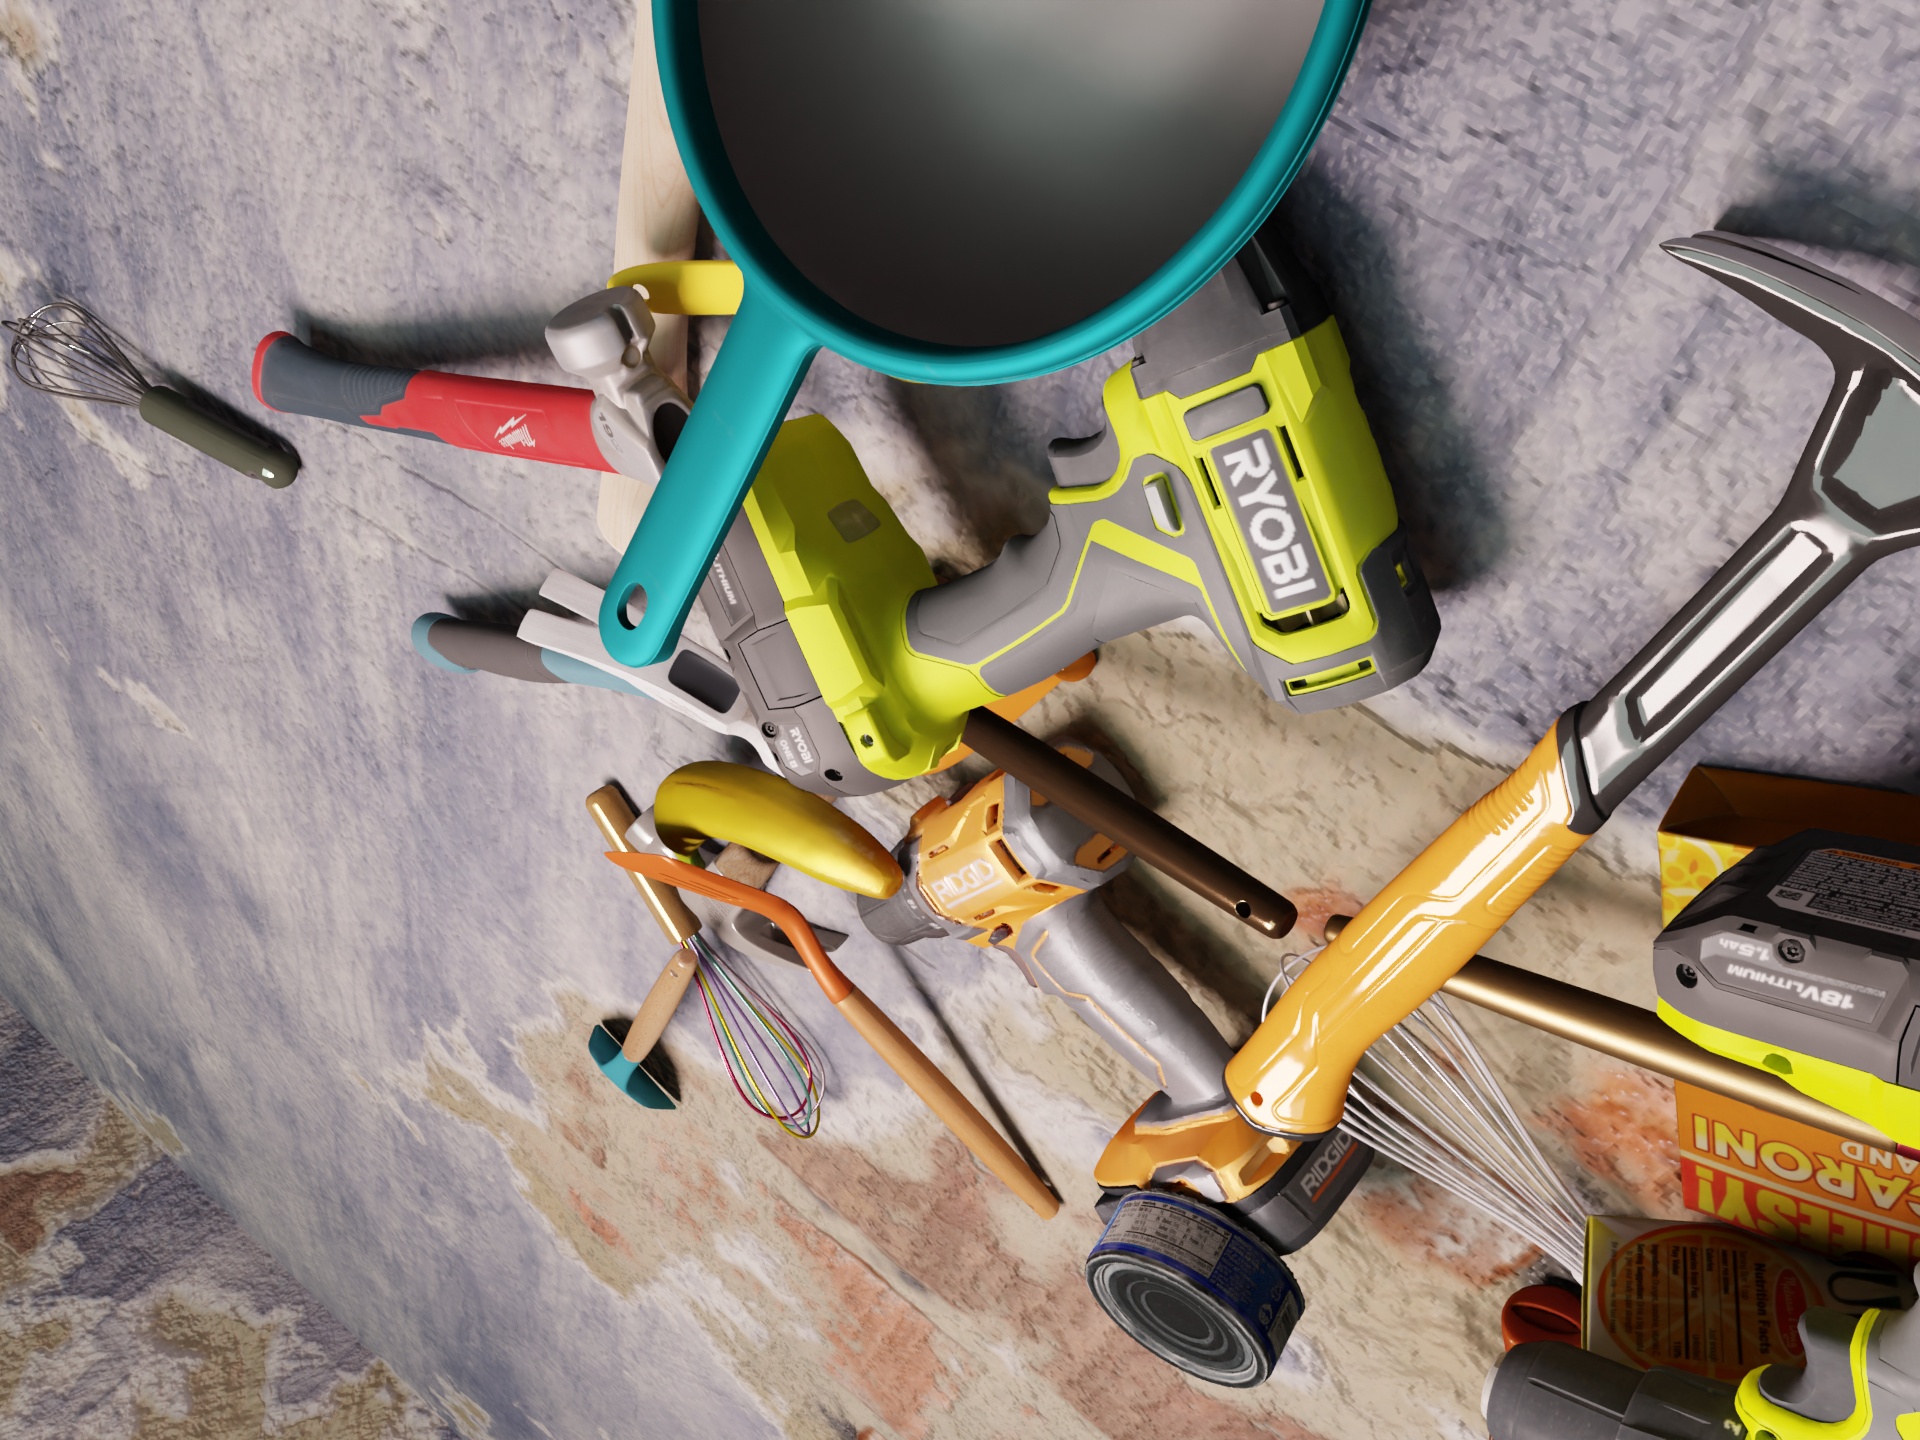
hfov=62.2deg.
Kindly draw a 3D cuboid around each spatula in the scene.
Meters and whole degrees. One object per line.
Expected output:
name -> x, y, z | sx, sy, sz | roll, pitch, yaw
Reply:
spatula -> -0.192, 0.190, 0.992 | 0.082, 0.044, 0.317 | 46, 148, 6
spatula -> -0.052, 0.163, 0.821 | 0.322, 0.041, 0.081 | 50, 153, -21

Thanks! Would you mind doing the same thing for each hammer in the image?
hammer -> -0.115, -0.219, 0.590 | 0.146, 0.038, 0.410 | 38, 142, 14
hammer -> -0.230, -0.130, 0.734 | 0.387, 0.038, 0.143 | 17, 139, 45
hammer -> -0.072, 0.032, 0.772 | 0.130, 0.031, 0.331 | 45, 142, 3
hammer -> -0.200, -0.030, 0.789 | 0.128, 0.033, 0.331 | 35, 164, -34
hammer -> 0.165, 0.024, 0.476 | 0.127, 0.034, 0.336 | 47, 134, 19

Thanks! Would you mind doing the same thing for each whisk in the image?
whisk -> -0.495, -0.197, 0.970 | 0.246, 0.059, 0.057 | 27, 175, 19
whisk -> -0.150, 0.144, 0.943 | 0.051, 0.047, 0.245 | -19, 104, 51
whisk -> 0.225, 0.190, 0.611 | 0.284, 0.070, 0.070 | 43, 142, -2

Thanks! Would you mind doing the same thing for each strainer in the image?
strainer -> -0.006, -0.149, 0.447 | 0.211, 0.095, 0.340 | 46, 123, 20

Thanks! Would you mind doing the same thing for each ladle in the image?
ladle -> 0.251, 0.113, 0.473 | 0.316, 0.031, 0.069 | 18, 119, 37

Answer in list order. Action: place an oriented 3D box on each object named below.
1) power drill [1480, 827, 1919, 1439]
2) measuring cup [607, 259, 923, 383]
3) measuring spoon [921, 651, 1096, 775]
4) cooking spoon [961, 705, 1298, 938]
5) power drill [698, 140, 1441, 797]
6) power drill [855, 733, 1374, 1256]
power drill -> 0.239, 0.152, 0.425 | 0.191, 0.080, 0.228 | 13, 113, 40
measuring cup -> -0.062, -0.148, 0.570 | 0.156, 0.029, 0.062 | 5, 137, 18
measuring spoon -> 0.014, -0.001, 0.659 | 0.021, 0.011, 0.117 | 33, 136, -23
cooking spoon -> -0.001, -0.002, 0.619 | 0.319, 0.017, 0.068 | 33, 117, 35
power drill -> 0.023, -0.069, 0.524 | 0.223, 0.080, 0.171 | -17, 103, 30
power drill -> 0.052, 0.127, 0.703 | 0.226, 0.084, 0.185 | 54, 144, -2
